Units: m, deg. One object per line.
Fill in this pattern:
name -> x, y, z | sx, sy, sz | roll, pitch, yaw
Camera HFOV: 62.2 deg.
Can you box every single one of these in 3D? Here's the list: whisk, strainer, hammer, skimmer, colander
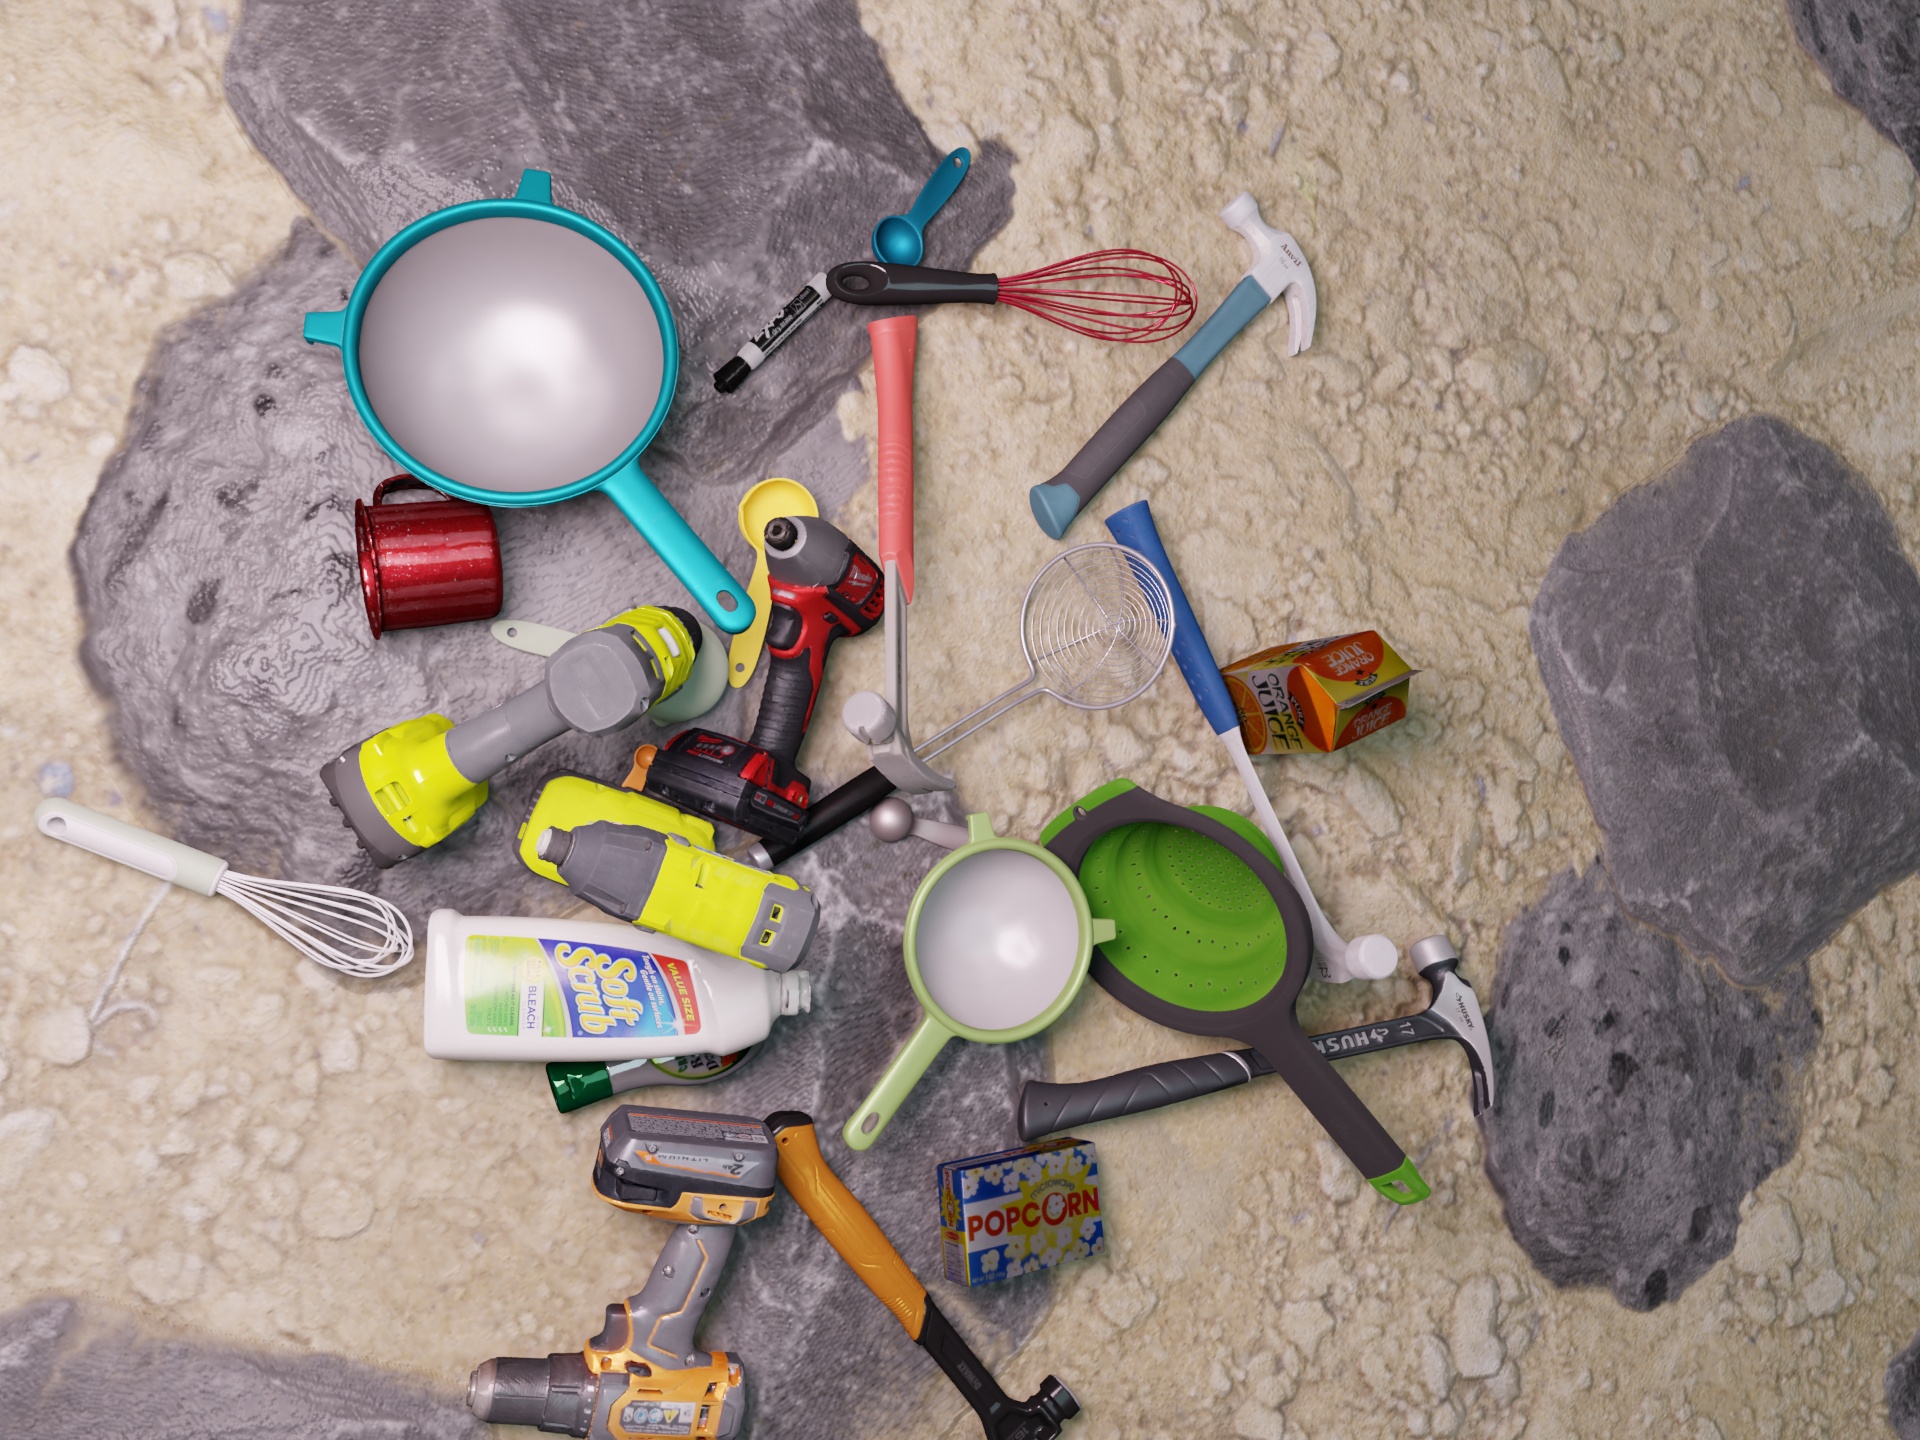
whisk -> -0.471, 0.106, 1.026 | 0.246, 0.059, 0.057 | 25, 108, -14
strainer -> -0.012, 0.202, 1.178 | 0.151, 0.069, 0.256 | 41, 77, -16
strainer -> -0.256, -0.184, 1.070 | 0.211, 0.095, 0.340 | -41, 91, -16
hammer -> 0.168, -0.273, 1.279 | 0.128, 0.033, 0.331 | 45, 75, -12
hammer -> 0.212, 0.019, 1.254 | 0.035, 0.144, 0.405 | -24, 88, -21
hammer -> 0.238, 0.277, 1.264 | 0.409, 0.036, 0.149 | -9, 60, -16
skimmer -> -0.002, -0.004, 1.177 | 0.363, 0.090, 0.127 | -33, 73, -16
hammer -> -0.043, -0.130, 1.143 | 0.037, 0.149, 0.359 | -8, 67, 17
whisk -> 0.044, -0.326, 1.206 | 0.295, 0.073, 0.073 | -1, 89, -15
colander -> 0.233, 0.195, 1.217 | 0.397, 0.204, 0.094 | 50, 42, -2
hammer -> -0.050, 0.429, 1.176 | 0.127, 0.034, 0.336 | -39, 101, -18

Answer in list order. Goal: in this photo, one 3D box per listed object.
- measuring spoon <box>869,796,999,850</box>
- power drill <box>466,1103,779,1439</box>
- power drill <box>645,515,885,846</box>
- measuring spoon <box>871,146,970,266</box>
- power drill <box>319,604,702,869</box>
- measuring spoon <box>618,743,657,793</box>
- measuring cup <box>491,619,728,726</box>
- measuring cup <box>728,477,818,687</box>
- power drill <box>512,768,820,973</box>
measuring spoon -> -0.009, 0.087, 1.209 | 0.124, 0.018, 0.034 | 17, 82, -20
power drill -> -0.226, 0.384, 1.085 | 0.185, 0.084, 0.226 | 10, 93, -18
power drill -> -0.128, -0.034, 1.107 | 0.078, 0.143, 0.220 | 17, 80, 23
measuring spoon -> -0.030, -0.393, 1.222 | 0.042, 0.021, 0.129 | 41, 66, -22
power drill -> -0.274, -0.003, 1.025 | 0.228, 0.190, 0.080 | -28, 99, 10
measuring spoon -> -0.246, 0.069, 1.129 | 0.021, 0.011, 0.117 | 30, 82, -25
measuring cup -> -0.243, -0.046, 1.116 | 0.167, 0.038, 0.083 | 13, 84, -21
measuring cup -> -0.148, -0.101, 1.167 | 0.062, 0.029, 0.156 | 14, 95, -20
power drill -> -0.205, 0.092, 1.019 | 0.171, 0.223, 0.080 | 24, 84, -26
